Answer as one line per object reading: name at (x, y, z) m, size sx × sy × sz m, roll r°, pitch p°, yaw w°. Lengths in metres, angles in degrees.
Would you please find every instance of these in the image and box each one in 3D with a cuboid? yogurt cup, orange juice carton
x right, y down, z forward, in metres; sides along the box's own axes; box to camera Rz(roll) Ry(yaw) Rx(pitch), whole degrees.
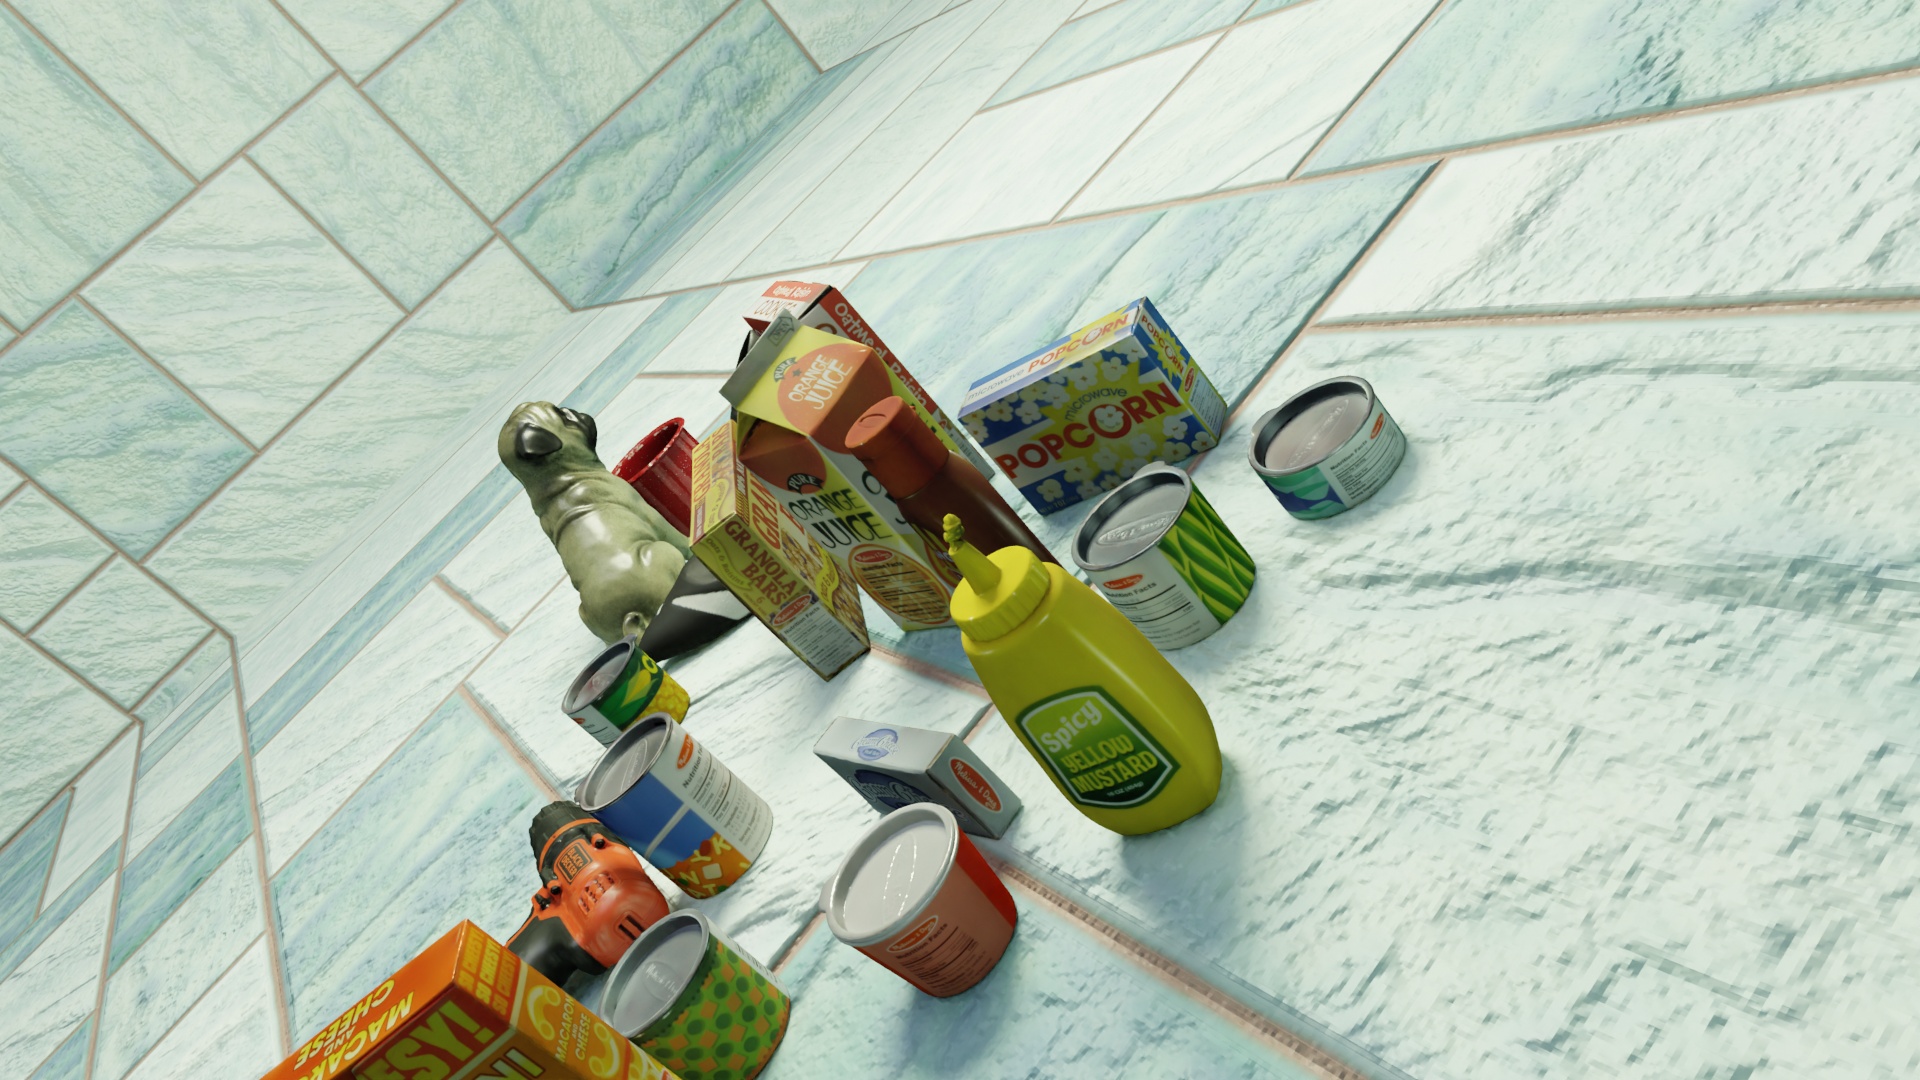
yogurt cup at (-0.014, 0.152, 0.577) m, size 0.072 × 0.054 × 0.073 m, roll -33°, pitch 26°, yaw 18°
orange juice carton at (-0.053, -0.038, 0.783) m, size 0.073 × 0.192 × 0.072 m, roll -12°, pitch 38°, yaw 48°

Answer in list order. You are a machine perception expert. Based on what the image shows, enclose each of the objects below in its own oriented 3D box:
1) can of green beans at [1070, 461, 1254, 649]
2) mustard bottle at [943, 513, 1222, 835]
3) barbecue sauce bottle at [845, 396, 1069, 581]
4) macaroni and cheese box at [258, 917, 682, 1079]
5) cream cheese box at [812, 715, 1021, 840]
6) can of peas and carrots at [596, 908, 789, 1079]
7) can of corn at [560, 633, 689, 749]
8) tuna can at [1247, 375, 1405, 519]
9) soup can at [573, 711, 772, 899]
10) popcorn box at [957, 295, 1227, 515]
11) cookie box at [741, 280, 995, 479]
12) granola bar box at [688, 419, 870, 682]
can of green beans at (0.095, 0.008, 0.650) m, size 0.071 × 0.057 × 0.071 m, roll -33°, pitch 26°, yaw 18°
mustard bottle at (0.039, 0.050, 0.540) m, size 0.065 × 0.160 × 0.049 m, roll -28°, pitch 27°, yaw 27°
barbecue sauce bottle at (0.003, -0.009, 0.705) m, size 0.044 × 0.148 × 0.065 m, roll -49°, pitch 25°, yaw -15°
macaroni and cheese box at (-0.174, 0.238, 0.534) m, size 0.123 × 0.166 × 0.040 m, roll -38°, pitch 24°, yaw 7°
cream cheese box at (-0.022, 0.111, 0.658) m, size 0.103 × 0.053 × 0.024 m, roll -3°, pitch 45°, yaw 54°
can of peas and carrots at (-0.121, 0.213, 0.628) m, size 0.071 × 0.058 × 0.071 m, roll -33°, pitch 26°, yaw 18°
can of corn at (-0.228, 0.109, 0.957) m, size 0.071 × 0.058 × 0.071 m, roll -33°, pitch 26°, yaw 18°
tuna can at (0.171, -0.044, 0.656) m, size 0.071 × 0.032 × 0.071 m, roll -33°, pitch 26°, yaw 18°
soup can at (-0.156, 0.146, 0.759) m, size 0.071 × 0.083 × 0.072 m, roll -33°, pitch 26°, yaw 18°
popcorn box at (0.073, -0.072, 0.784) m, size 0.126 × 0.085 × 0.038 m, roll -23°, pitch 30°, yaw 36°
cookie box at (-0.063, -0.100, 0.930) m, size 0.040 × 0.167 × 0.123 m, roll -46°, pitch 25°, yaw -9°
granola bar box at (-0.119, 0.003, 0.894) m, size 0.039 × 0.124 × 0.166 m, roll -38°, pitch 24°, yaw 8°
